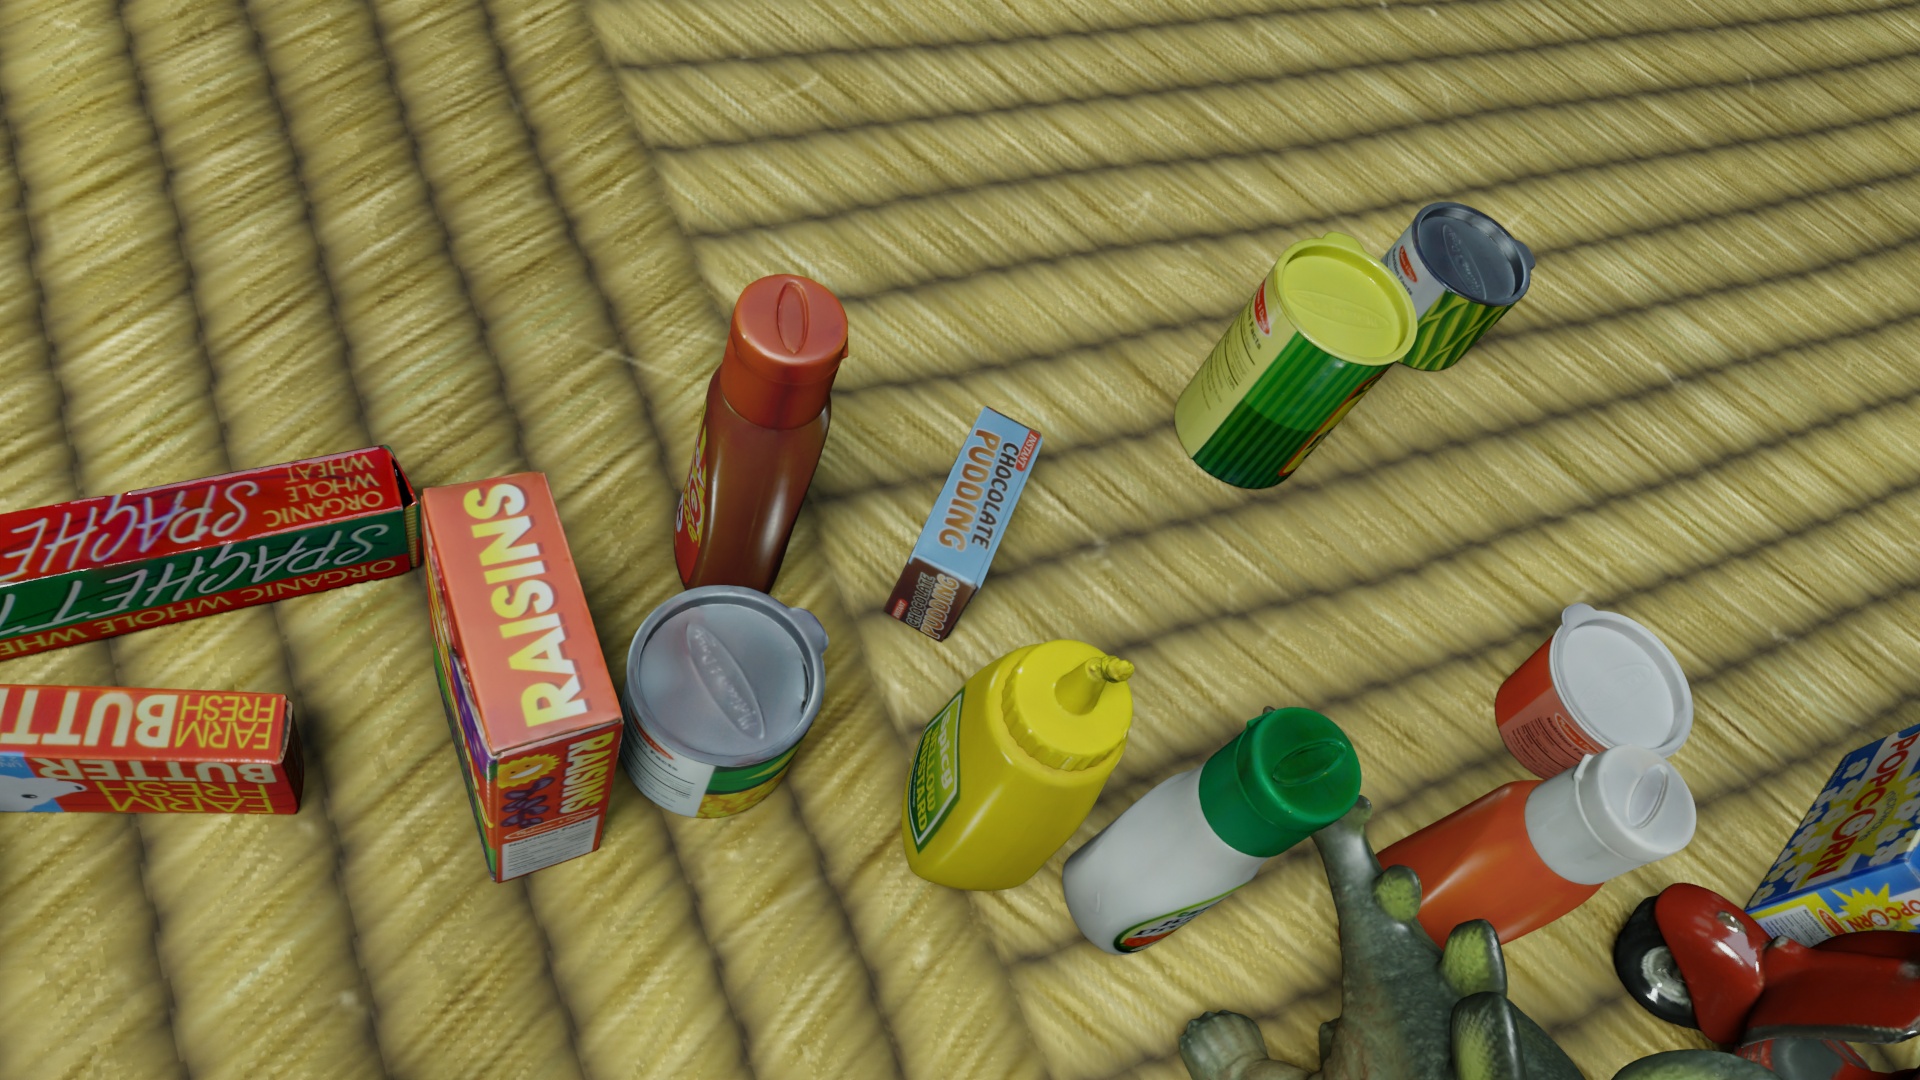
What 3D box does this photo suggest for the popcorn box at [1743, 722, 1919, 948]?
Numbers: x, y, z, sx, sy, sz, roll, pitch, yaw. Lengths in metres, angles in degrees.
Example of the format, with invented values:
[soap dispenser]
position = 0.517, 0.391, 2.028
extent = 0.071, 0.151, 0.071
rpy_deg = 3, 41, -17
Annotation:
[popcorn box]
position = 0.408, 0.126, 0.600
extent = 0.127, 0.084, 0.038
rpy_deg = -34, 76, -31

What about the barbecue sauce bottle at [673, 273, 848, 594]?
[barbecue sauce bottle]
position = -0.072, -0.034, 0.493
extent = 0.044, 0.147, 0.065
rpy_deg = 6, 59, -16

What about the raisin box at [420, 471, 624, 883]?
[raisin box]
position = -0.140, 0.046, 0.438
extent = 0.040, 0.122, 0.086
rpy_deg = -13, 66, -25

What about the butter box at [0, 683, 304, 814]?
[butter box]
position = -0.260, 0.065, 0.428
extent = 0.103, 0.053, 0.024
rpy_deg = 4, 60, -17

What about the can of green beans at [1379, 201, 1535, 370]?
[can of green beans]
position = 0.246, -0.129, 0.712
extent = 0.071, 0.057, 0.071
rpy_deg = 8, 59, -14

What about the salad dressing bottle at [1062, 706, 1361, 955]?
[salad dressing bottle]
position = 0.081, 0.100, 0.467
extent = 0.064, 0.147, 0.044
rpy_deg = -17, 68, -27

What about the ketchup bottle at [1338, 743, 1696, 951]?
[ketchup bottle]
position = 0.194, 0.115, 0.496
extent = 0.043, 0.148, 0.065
rpy_deg = 42, 57, 8

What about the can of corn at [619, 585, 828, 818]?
[can of corn]
position = -0.084, 0.057, 0.490
extent = 0.071, 0.058, 0.071
rpy_deg = 8, 59, -14

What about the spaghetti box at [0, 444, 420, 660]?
[spaghetti box]
position = -0.305, 0.016, 0.444
extent = 0.251, 0.050, 0.029
rpy_deg = -14, 66, -25

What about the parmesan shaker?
[parmesan shaker]
position = 0.147, -0.078, 0.621
extent = 0.071, 0.102, 0.071
rpy_deg = 8, 59, -14

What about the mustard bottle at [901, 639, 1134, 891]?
[mustard bottle]
position = 0.020, 0.068, 0.457
extent = 0.049, 0.159, 0.065
rpy_deg = 10, 58, -13

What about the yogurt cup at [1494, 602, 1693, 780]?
[yogurt cup]
position = 0.272, 0.072, 0.605
extent = 0.072, 0.053, 0.073
rpy_deg = 8, 59, -14

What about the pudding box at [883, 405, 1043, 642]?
[pudding box]
position = 0.002, -0.007, 0.562
extent = 0.030, 0.049, 0.084
rpy_deg = 27, 56, -3
